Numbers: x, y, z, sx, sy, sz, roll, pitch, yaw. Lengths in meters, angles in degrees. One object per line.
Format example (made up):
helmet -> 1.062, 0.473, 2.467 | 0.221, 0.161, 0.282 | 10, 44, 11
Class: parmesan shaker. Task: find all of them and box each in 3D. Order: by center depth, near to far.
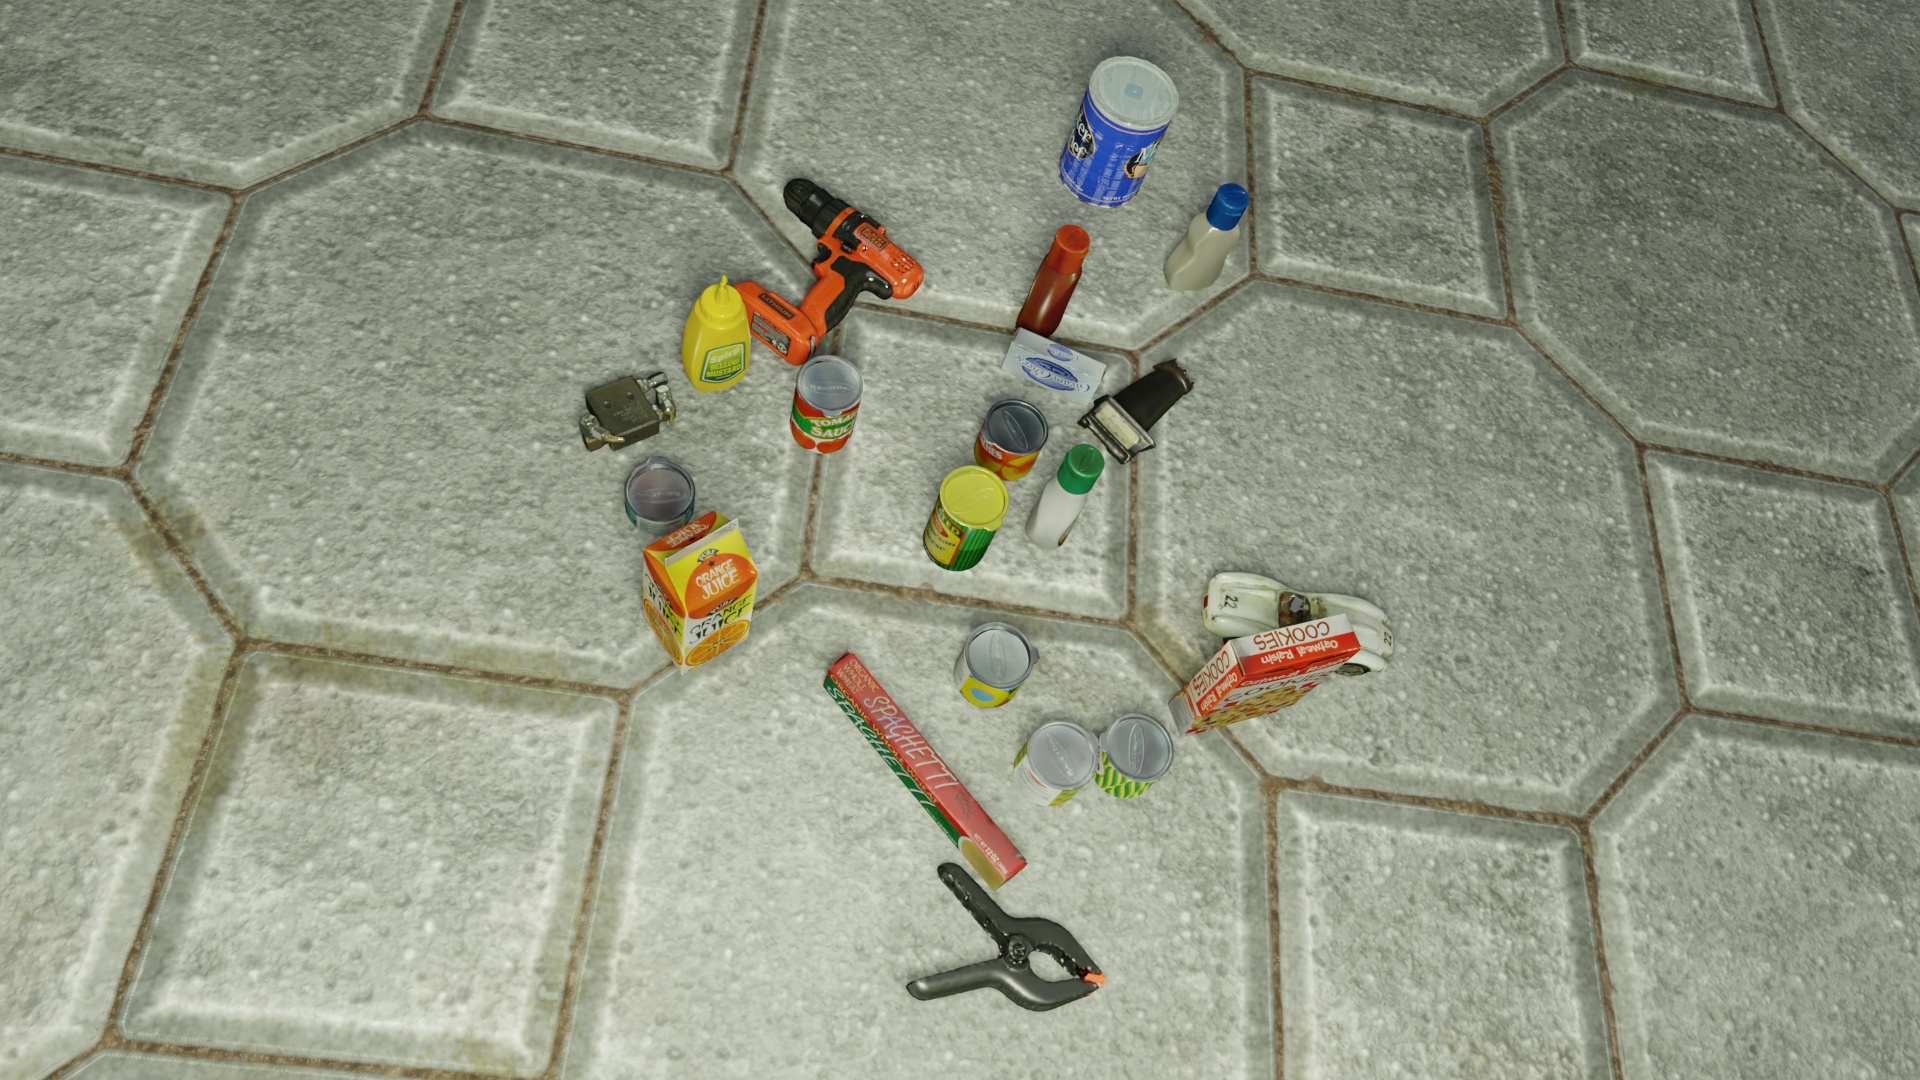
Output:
parmesan shaker -> 0.005, -0.017, 1.342 | 0.071, 0.102, 0.071 | 5, 63, -10

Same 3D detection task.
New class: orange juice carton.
orange juice carton -> -0.228, 0.040, 1.209 | 0.072, 0.191, 0.073 | -30, 74, -24

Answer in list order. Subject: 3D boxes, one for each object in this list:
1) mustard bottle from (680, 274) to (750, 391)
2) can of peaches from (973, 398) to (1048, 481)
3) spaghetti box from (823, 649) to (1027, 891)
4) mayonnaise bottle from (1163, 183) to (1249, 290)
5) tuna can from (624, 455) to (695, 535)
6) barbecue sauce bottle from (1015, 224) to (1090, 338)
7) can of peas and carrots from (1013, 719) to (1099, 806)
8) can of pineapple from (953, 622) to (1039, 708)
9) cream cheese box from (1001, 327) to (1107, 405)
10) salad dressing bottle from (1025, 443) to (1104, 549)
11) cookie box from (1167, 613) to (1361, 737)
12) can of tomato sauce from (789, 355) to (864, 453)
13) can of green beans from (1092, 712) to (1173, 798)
mustard bottle -> -0.236, -0.204, 1.350 | 0.065, 0.159, 0.049 | -19, 69, -21
can of peaches -> 0.049, -0.101, 1.421 | 0.071, 0.057, 0.071 | 5, 63, -10
spaghetti box -> -0.035, 0.206, 1.249 | 0.029, 0.050, 0.250 | -35, 76, -25
mayonnaise bottle -> 0.276, -0.335, 1.540 | 0.065, 0.147, 0.041 | -9, 66, -17
tuna can -> -0.288, -0.042, 1.328 | 0.071, 0.032, 0.071 | 5, 63, -10
barbecue sauce bottle -> 0.100, -0.273, 1.468 | 0.044, 0.147, 0.065 | 36, 62, 6
can of peas and carrots -> 0.088, 0.203, 1.274 | 0.071, 0.058, 0.071 | 5, 63, -10
can of pineapple -> 0.032, 0.118, 1.305 | 0.071, 0.057, 0.071 | 5, 63, -10
cream cheese box -> 0.099, -0.184, 1.477 | 0.104, 0.053, 0.024 | 24, 61, 0
salad dressing bottle -> 0.102, -0.042, 1.352 | 0.044, 0.147, 0.064 | 27, 61, 1
cookie box -> 0.280, 0.128, 1.294 | 0.123, 0.166, 0.040 | -12, 67, -18
can of tomato sauce -> -0.133, -0.132, 1.381 | 0.071, 0.082, 0.071 | 5, 63, -10
can of green beans -> 0.158, 0.201, 1.292 | 0.071, 0.057, 0.071 | 5, 63, -10
